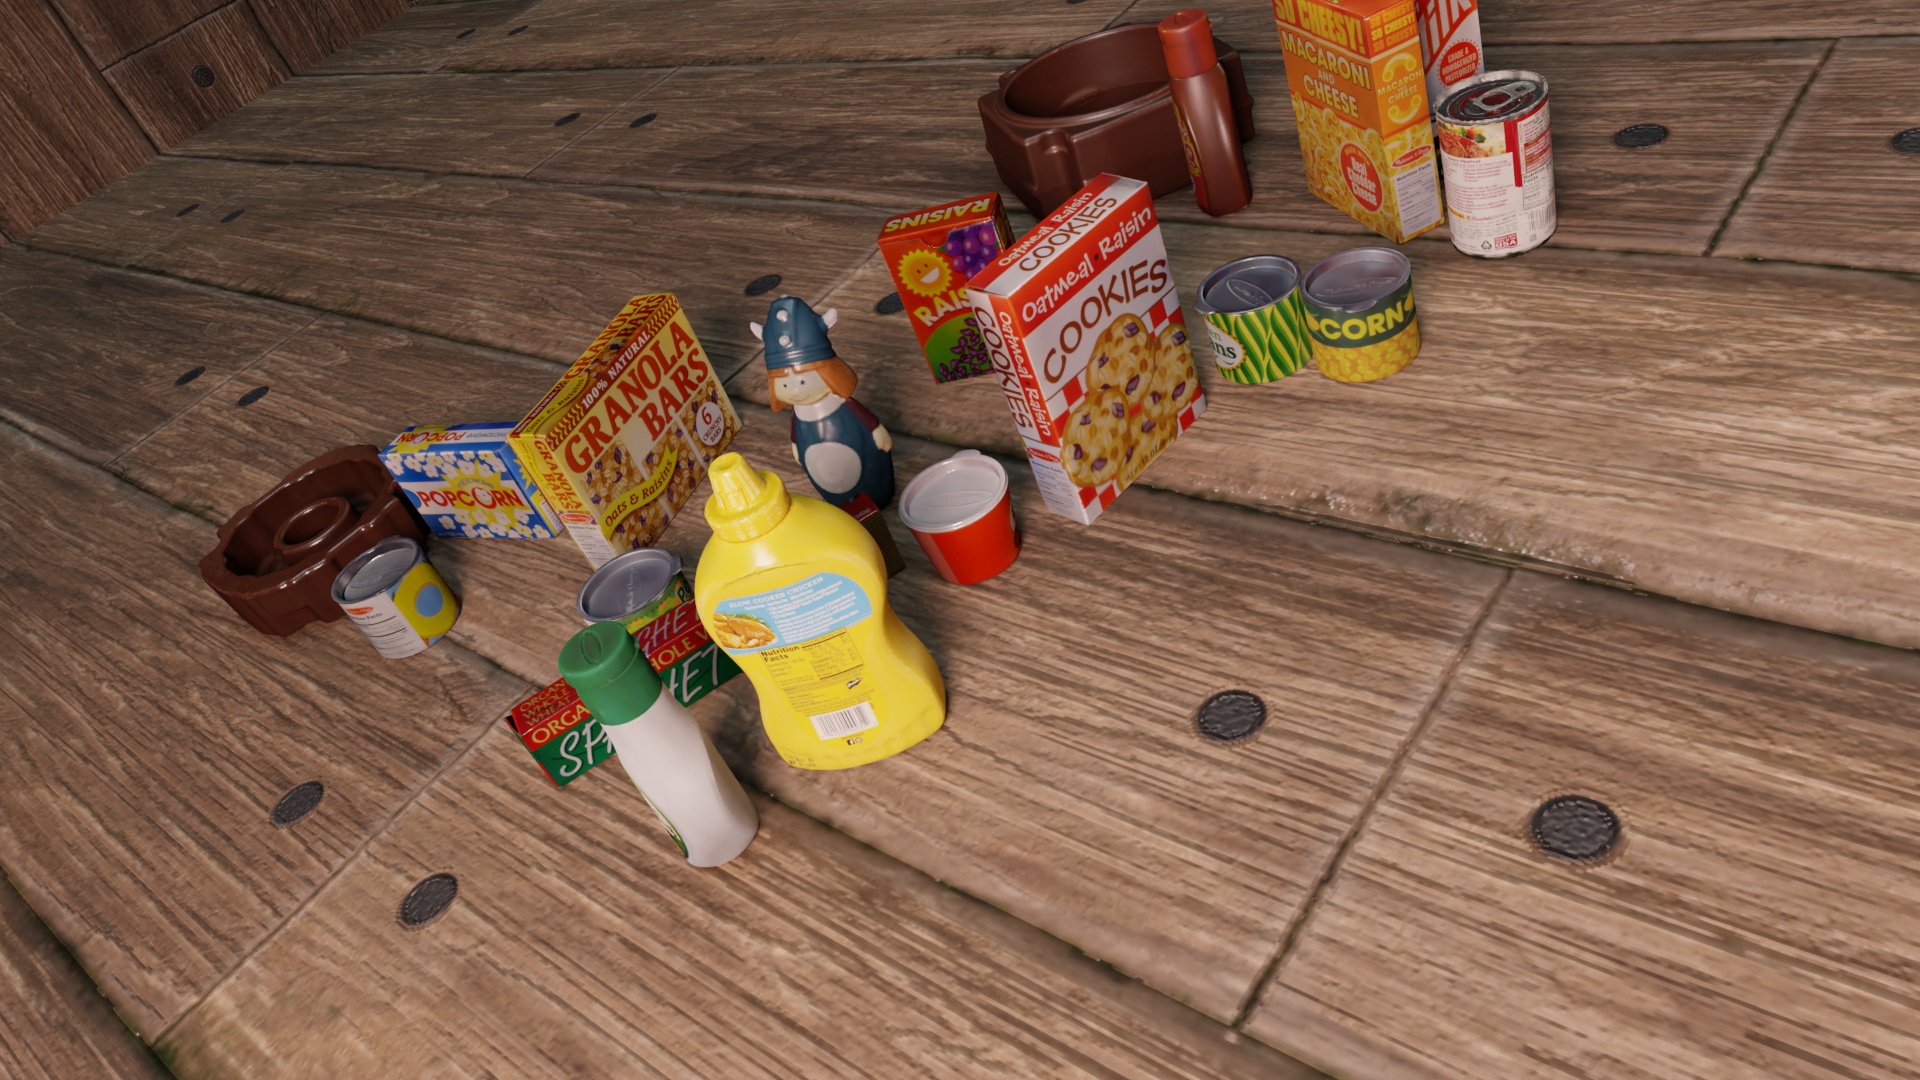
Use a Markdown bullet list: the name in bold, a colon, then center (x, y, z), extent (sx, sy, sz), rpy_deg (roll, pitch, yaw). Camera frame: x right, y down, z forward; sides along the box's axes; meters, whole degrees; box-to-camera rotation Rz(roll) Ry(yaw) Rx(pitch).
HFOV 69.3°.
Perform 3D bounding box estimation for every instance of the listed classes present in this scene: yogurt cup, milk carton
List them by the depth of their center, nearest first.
- **yogurt cup**: center (0.003, -0.010, 0.835), extent (0.072, 0.053, 0.073), rpy_deg (-14, 38, 11)
- **milk carton**: center (0.316, -0.353, 0.981), extent (0.072, 0.189, 0.074), rpy_deg (-25, 37, -3)

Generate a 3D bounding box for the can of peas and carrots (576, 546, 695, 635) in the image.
- **can of peas and carrots**: center (-0.193, 0.046, 0.864), extent (0.071, 0.058, 0.071), rpy_deg (-14, 38, 12)

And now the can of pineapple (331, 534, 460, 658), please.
- **can of pineapple**: center (-0.395, 0.040, 0.979), extent (0.071, 0.057, 0.071), rpy_deg (-14, 38, 12)

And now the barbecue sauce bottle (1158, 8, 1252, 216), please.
- **barbecue sauce bottle**: center (0.184, -0.323, 1.048), extent (0.043, 0.148, 0.065), rpy_deg (-17, 37, 9)

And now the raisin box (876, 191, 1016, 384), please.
- **raisin box**: center (0.004, -0.176, 0.982), extent (0.086, 0.123, 0.040), rpy_deg (-8, 39, 19)

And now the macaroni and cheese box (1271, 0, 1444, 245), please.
- **macaroni and cheese box**: center (0.275, -0.304, 0.962), extent (0.040, 0.165, 0.124), rpy_deg (-27, 37, -4)

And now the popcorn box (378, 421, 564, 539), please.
- **popcorn box**: center (-0.360, -0.044, 1.041), extent (0.126, 0.085, 0.038), rpy_deg (0, 43, 28)

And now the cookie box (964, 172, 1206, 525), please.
- **cookie box**: center (0.079, -0.113, 0.828), extent (0.040, 0.166, 0.123), rpy_deg (22, 55, 44)

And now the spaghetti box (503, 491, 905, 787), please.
- **spaghetti box**: center (-0.148, 0.058, 0.833), extent (0.251, 0.050, 0.029), rpy_deg (-33, 38, -13)

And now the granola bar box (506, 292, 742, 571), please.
- **granola bar box**: center (-0.232, -0.077, 0.983), extent (0.039, 0.123, 0.166), rpy_deg (1, 43, 29)

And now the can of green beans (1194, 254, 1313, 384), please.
- **can of green beans**: center (0.191, -0.142, 0.897), extent (0.071, 0.057, 0.071), rpy_deg (-14, 38, 12)

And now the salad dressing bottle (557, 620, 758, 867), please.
- **salad dressing bottle**: center (-0.150, 0.103, 0.697), extent (0.044, 0.147, 0.064), rpy_deg (-30, 37, -8)

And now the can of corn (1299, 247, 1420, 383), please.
- **can of corn**: center (0.248, -0.138, 0.861), extent (0.071, 0.058, 0.071), rpy_deg (-14, 38, 12)
